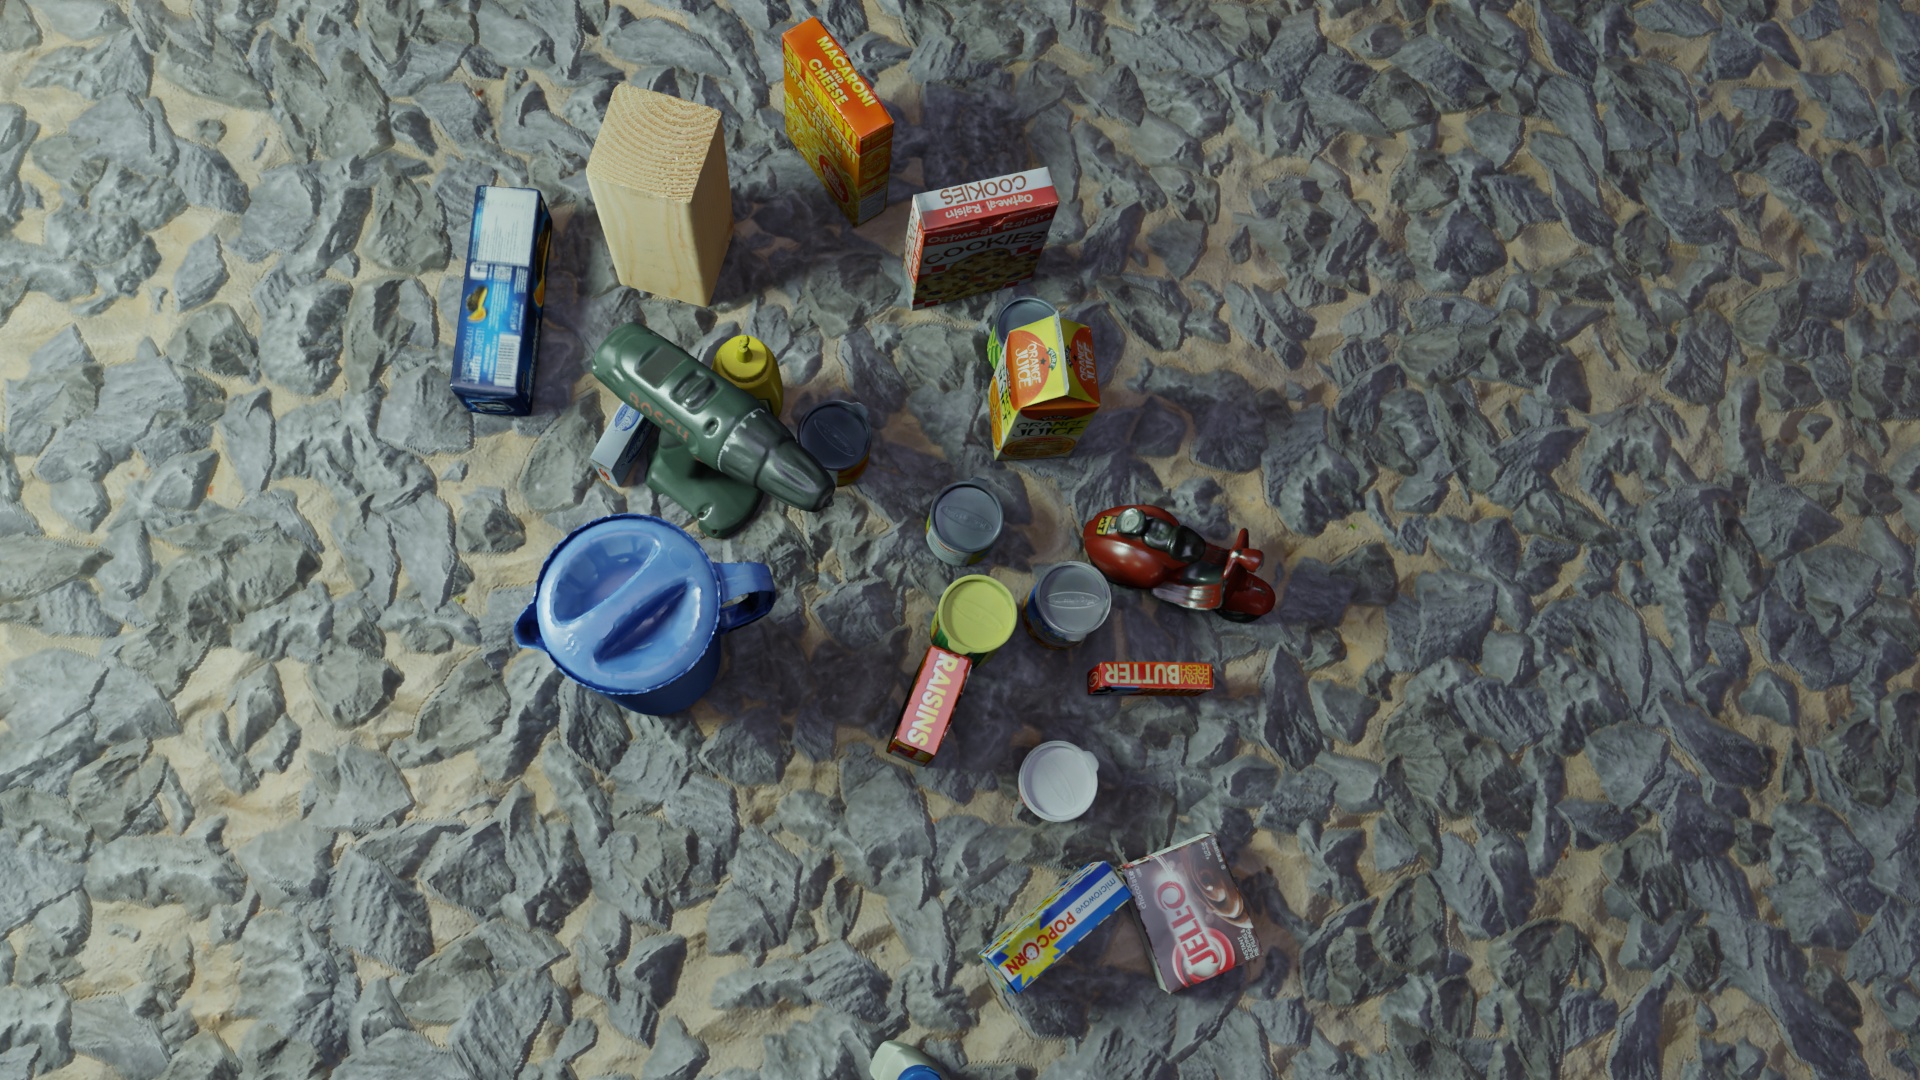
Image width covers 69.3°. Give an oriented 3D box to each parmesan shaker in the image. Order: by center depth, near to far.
[{"bbox_3d":[0.008,0.075,1.202,0.071,0.103,0.071,2,76,-6],"label":"parmesan shaker"}]

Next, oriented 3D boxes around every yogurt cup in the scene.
[{"bbox_3d":[0.081,0.210,1.201,0.072,0.053,0.072,2,76,-6],"label":"yogurt cup"}]

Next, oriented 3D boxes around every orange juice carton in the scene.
[{"bbox_3d":[0.074,-0.132,1.217,0.073,0.192,0.072,-4,77,-7],"label":"orange juice carton"}]

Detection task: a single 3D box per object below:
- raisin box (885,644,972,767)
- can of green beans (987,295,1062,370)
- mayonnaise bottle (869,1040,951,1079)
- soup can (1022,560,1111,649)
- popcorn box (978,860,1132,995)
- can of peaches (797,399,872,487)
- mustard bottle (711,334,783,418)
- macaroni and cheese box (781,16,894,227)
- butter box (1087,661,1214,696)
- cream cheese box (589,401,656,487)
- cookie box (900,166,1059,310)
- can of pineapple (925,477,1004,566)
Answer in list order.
[{"bbox_3d":[-0.027,0.142,1.170,0.040,0.123,0.086,22,75,0],"label":"raisin box"},{"bbox_3d":[0.061,-0.187,1.300,0.071,0.057,0.071,2,76,-6],"label":"can of green beans"},{"bbox_3d":[-0.036,0.424,1.083,0.065,0.147,0.041,28,75,1],"label":"mayonnaise bottle"},{"bbox_3d":[0.092,0.061,1.225,0.071,0.083,0.071,2,76,-6],"label":"soup can"},{"bbox_3d":[0.078,0.320,1.156,0.127,0.085,0.038,-37,83,-14],"label":"popcorn box"},{"bbox_3d":[-0.112,-0.088,1.254,0.071,0.058,0.071,2,76,-6],"label":"can of peaches"},{"bbox_3d":[-0.187,-0.142,1.207,0.065,0.160,0.049,-3,76,-7],"label":"mustard bottle"},{"bbox_3d":[-0.113,-0.380,1.274,0.040,0.166,0.124,-34,82,-13],"label":"macaroni and cheese box"},{"bbox_3d":[0.168,0.123,1.234,0.103,0.053,0.024,1,76,-6],"label":"butter box"},{"bbox_3d":[-0.292,-0.102,1.240,0.024,0.053,0.104,27,74,1],"label":"cream cheese box"},{"bbox_3d":[0.014,-0.270,1.259,0.123,0.167,0.040,-15,78,-10],"label":"cookie box"},{"bbox_3d":[0.004,-0.016,1.249,0.071,0.057,0.071,2,76,-6],"label":"can of pineapple"}]
